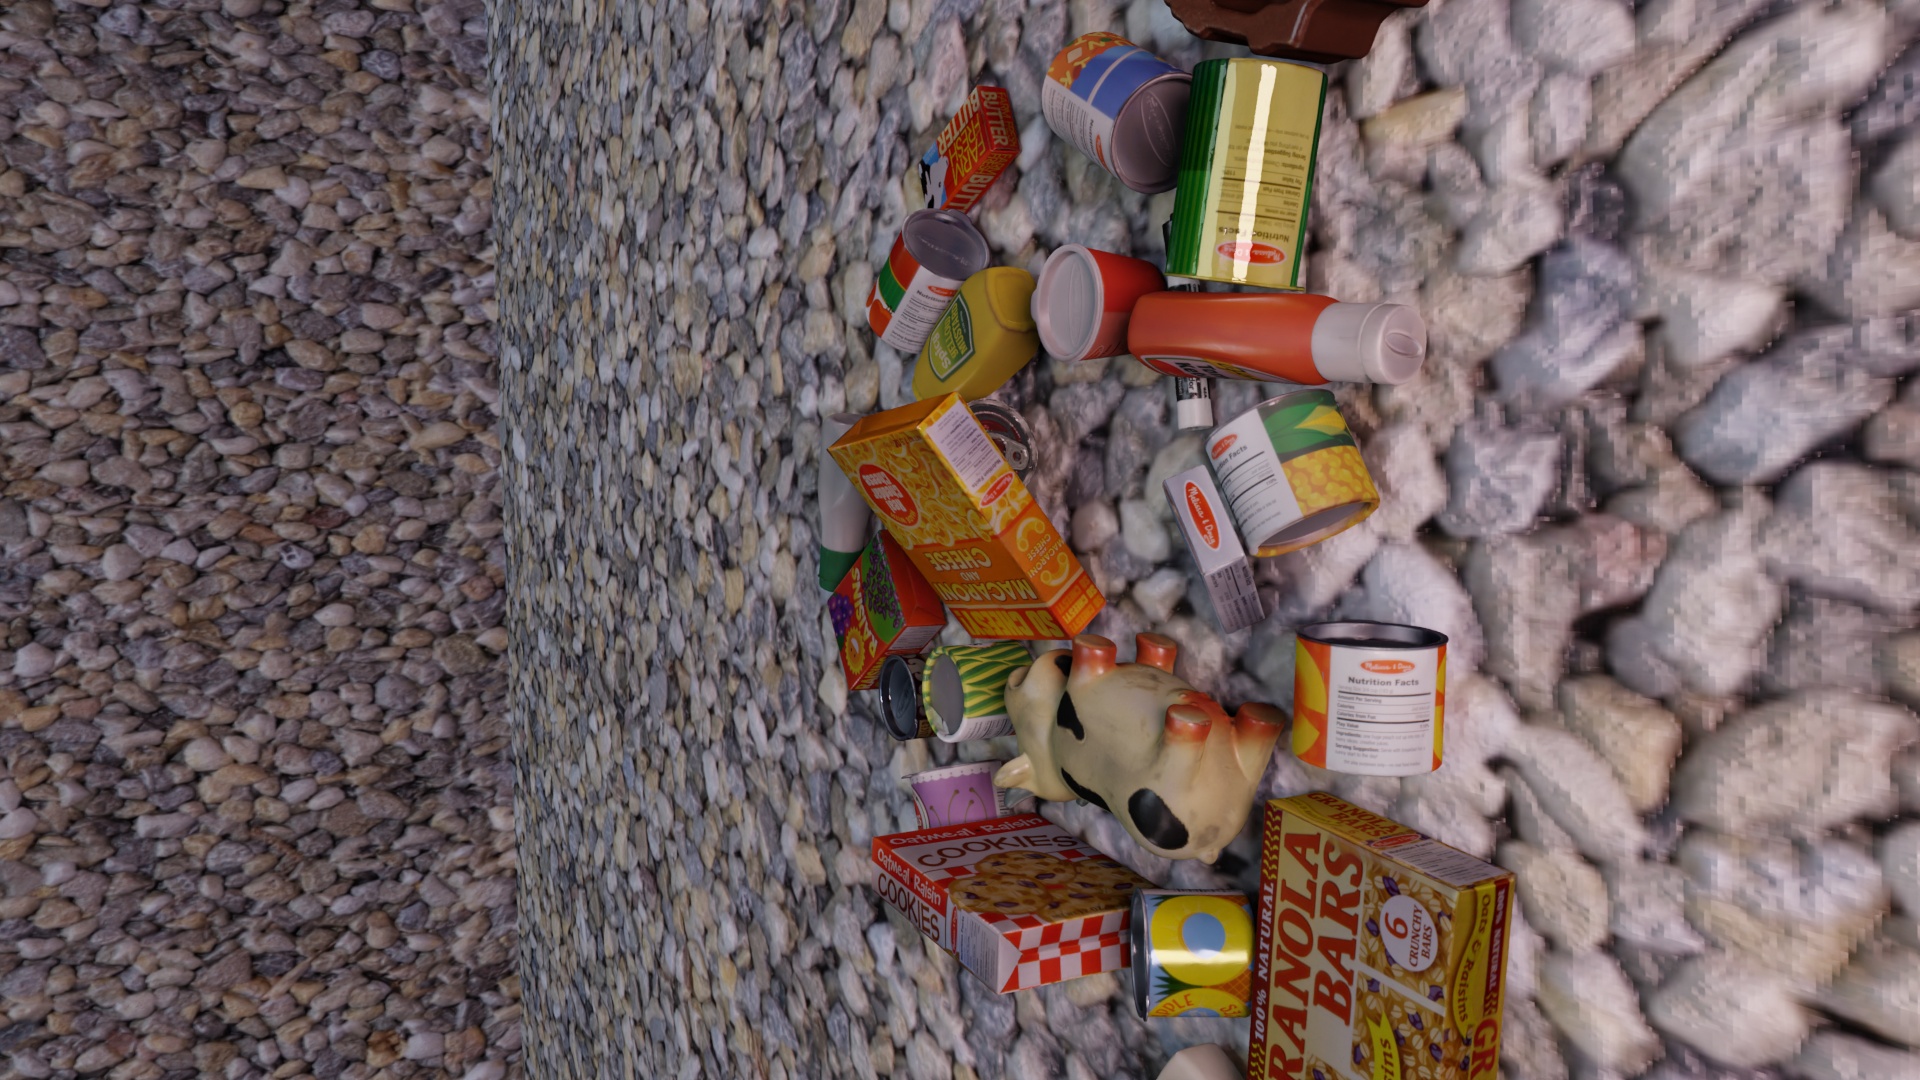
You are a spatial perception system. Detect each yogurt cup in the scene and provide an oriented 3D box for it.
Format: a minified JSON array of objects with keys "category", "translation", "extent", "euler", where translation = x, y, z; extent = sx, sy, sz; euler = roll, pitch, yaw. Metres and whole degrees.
[{"category":"yogurt cup","translation":[0.083,-0.136,0.805],"extent":[0.072,0.054,0.072],"euler":[9,100,61]}]

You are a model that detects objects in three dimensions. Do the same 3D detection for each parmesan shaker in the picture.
[{"category":"parmesan shaker","translation":[0.142,-0.177,0.681],"extent":[0.071,0.071,0.103],"euler":[25,111,59]}]

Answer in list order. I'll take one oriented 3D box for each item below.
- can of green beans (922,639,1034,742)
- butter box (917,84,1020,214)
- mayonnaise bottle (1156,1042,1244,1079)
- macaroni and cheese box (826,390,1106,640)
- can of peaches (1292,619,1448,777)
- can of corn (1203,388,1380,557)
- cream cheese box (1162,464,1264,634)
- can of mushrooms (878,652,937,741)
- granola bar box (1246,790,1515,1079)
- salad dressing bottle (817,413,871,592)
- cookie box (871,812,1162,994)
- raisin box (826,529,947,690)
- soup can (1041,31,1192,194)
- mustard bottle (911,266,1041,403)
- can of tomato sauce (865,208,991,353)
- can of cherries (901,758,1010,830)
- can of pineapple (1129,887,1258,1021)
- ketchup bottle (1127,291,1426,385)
[{"category":"can of green beans","translation":[0.013,0.103,0.950],"extent":[0.071,0.058,0.071],"euler":[8,99,61]},{"category":"butter box","translation":[0.004,-0.268,0.974],"extent":[0.103,0.024,0.053],"euler":[-36,60,57]},{"category":"mayonnaise bottle","translation":[0.153,0.340,0.725],"extent":[0.148,0.041,0.064],"euler":[53,135,48]},{"category":"macaroni and cheese box","translation":[0.003,-0.011,0.882],"extent":[0.166,0.040,0.123],"euler":[53,154,-17]},{"category":"can of peaches","translation":[0.184,0.069,0.625],"extent":[0.071,0.071,0.058],"euler":[12,103,61]},{"category":"can of corn","translation":[0.159,-0.032,0.660],"extent":[0.071,0.071,0.058],"euler":[-45,60,54]},{"category":"cream cheese box","translation":[0.129,0.007,0.700],"extent":[0.103,0.024,0.053],"euler":[50,-160,-63]},{"category":"can of mushrooms","translation":[-0.034,0.121,1.066],"extent":[0.071,0.033,0.071],"euler":[6,97,61]},{"category":"granola bar box","translation":[0.190,0.216,0.649],"extent":[0.124,0.039,0.165],"euler":[16,106,61]},{"category":"salad dressing bottle","translation":[-0.096,-0.030,1.159],"extent":[0.064,0.044,0.147],"euler":[33,122,54]},{"category":"cookie box","translation":[0.035,0.217,0.850],"extent":[0.167,0.123,0.040],"euler":[16,105,60]},{"category":"raisin box","translation":[-0.061,0.056,1.105],"extent":[0.122,0.040,0.086],"euler":[-50,50,50]},{"category":"soup can","translation":[0.094,-0.239,0.768],"extent":[0.084,0.071,0.071],"euler":[53,137,48]},{"category":"mustard bottle","translation":[0.003,-0.126,0.961],"extent":[0.159,0.049,0.065],"euler":[-44,53,54]},{"category":"can of tomato sauce","translation":[-0.024,-0.185,0.990],"extent":[0.082,0.071,0.071],"euler":[-54,46,50]},{"category":"can of cherries","translation":[-0.002,0.187,0.971],"extent":[0.071,0.071,0.058],"euler":[-30,67,59]},{"category":"can of pineapple","translation":[0.122,0.219,0.732],"extent":[0.071,0.058,0.071],"euler":[-124,34,-90]},{"category":"ketchup bottle","translation":[0.153,-0.098,0.675],"extent":[0.149,0.065,0.043],"euler":[13,94,52]}]
